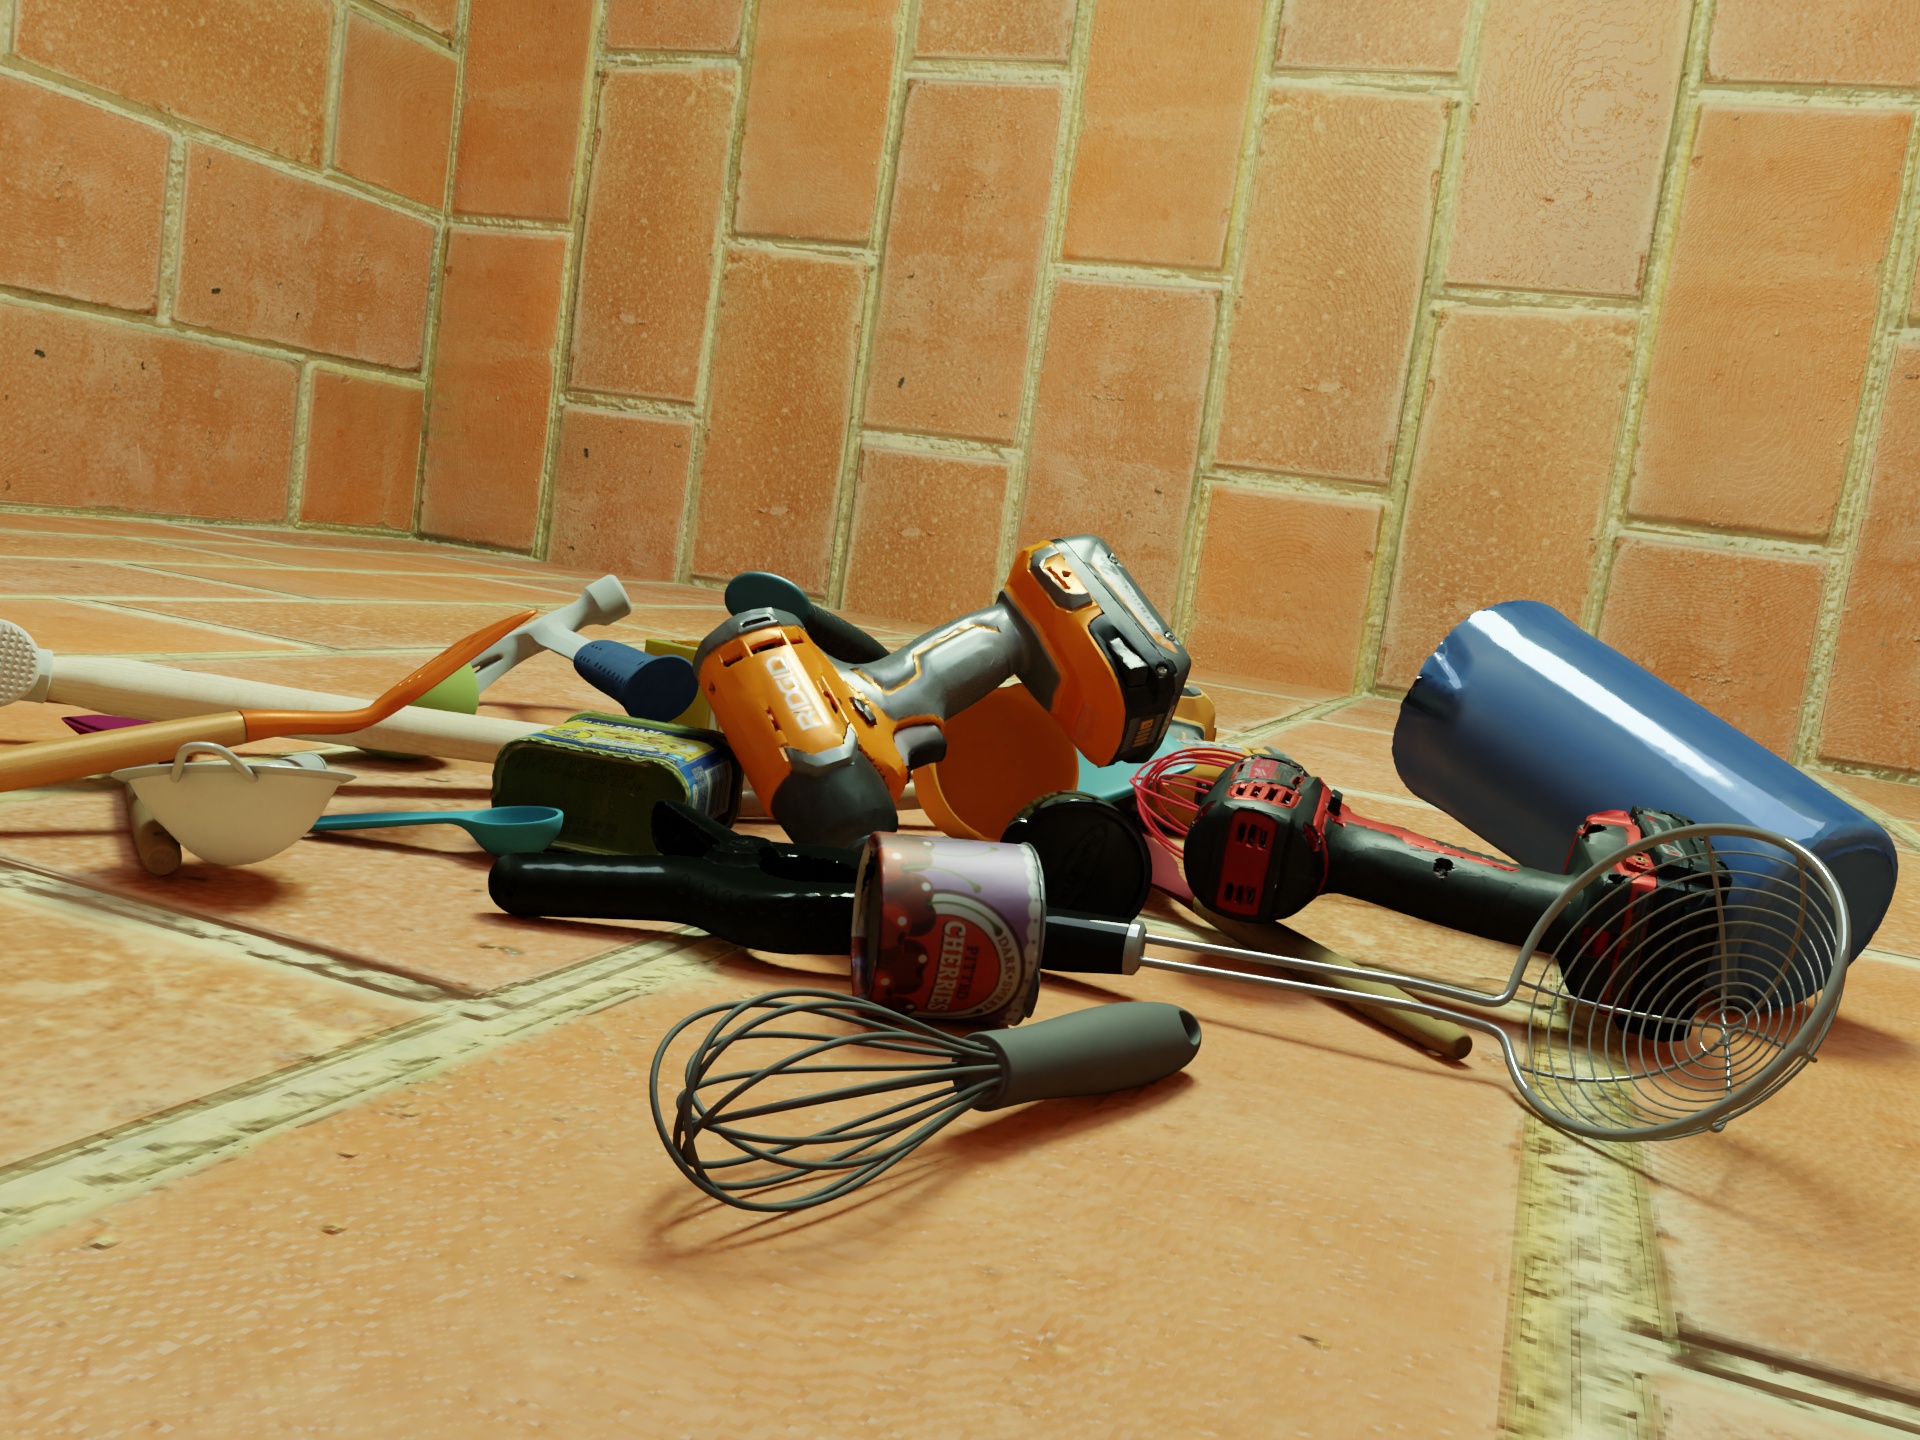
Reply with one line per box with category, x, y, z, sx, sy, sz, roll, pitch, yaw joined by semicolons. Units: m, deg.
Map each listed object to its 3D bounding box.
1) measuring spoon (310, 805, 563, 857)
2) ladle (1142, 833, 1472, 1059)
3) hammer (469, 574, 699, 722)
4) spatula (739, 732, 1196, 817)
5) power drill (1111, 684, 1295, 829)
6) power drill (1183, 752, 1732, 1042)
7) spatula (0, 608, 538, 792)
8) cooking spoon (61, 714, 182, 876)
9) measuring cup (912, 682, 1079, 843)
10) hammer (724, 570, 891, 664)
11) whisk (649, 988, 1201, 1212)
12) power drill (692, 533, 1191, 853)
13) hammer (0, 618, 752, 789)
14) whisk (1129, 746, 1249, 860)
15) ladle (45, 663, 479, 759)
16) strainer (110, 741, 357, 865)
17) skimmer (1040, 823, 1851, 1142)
measuring spoon;-0.244;0.053;0.717;0.128;0.021;0.042;-1;8;-2
ladle;0.128;0.095;0.747;0.069;0.031;0.316;1;11;-24
hammer;-0.242;-0.038;1.018;0.144;0.035;0.406;-31;18;-17
spatula;-0.012;0.033;0.937;0.317;0.044;0.082;-2;29;-29
power drill;0.118;0.024;1.122;0.185;0.084;0.226;5;11;-8
power drill;0.216;0.066;0.722;0.220;0.078;0.143;12;13;13
spatula;-0.337;-0.001;0.684;0.322;0.041;0.081;-14;1;-39
cooking spoon;-0.380;0.027;0.739;0.068;0.017;0.319;10;4;-31
measuring cup;-0.022;0.018;0.883;0.173;0.095;0.052;15;-14;-16
hammer;-0.055;-0.037;0.979;0.128;0.033;0.330;15;-4;19
whisk;0.005;0.100;0.465;0.055;0.055;0.238;13;4;38
power drill;-0.001;-0.003;0.804;0.226;0.084;0.164;-17;56;-22
hammer;-0.297;0.003;0.835;0.410;0.038;0.146;10;-6;-33
whisk;0.235;0.078;0.900;0.296;0.073;0.073;17;9;17
ladle;-0.422;-0.023;0.854;0.320;0.062;0.078;8;-16;-29
strainer;-0.295;0.029;0.678;0.087;0.050;0.258;1;1;-14
skimmer;0.122;0.077;0.597;0.363;0.090;0.127;6;49;18
